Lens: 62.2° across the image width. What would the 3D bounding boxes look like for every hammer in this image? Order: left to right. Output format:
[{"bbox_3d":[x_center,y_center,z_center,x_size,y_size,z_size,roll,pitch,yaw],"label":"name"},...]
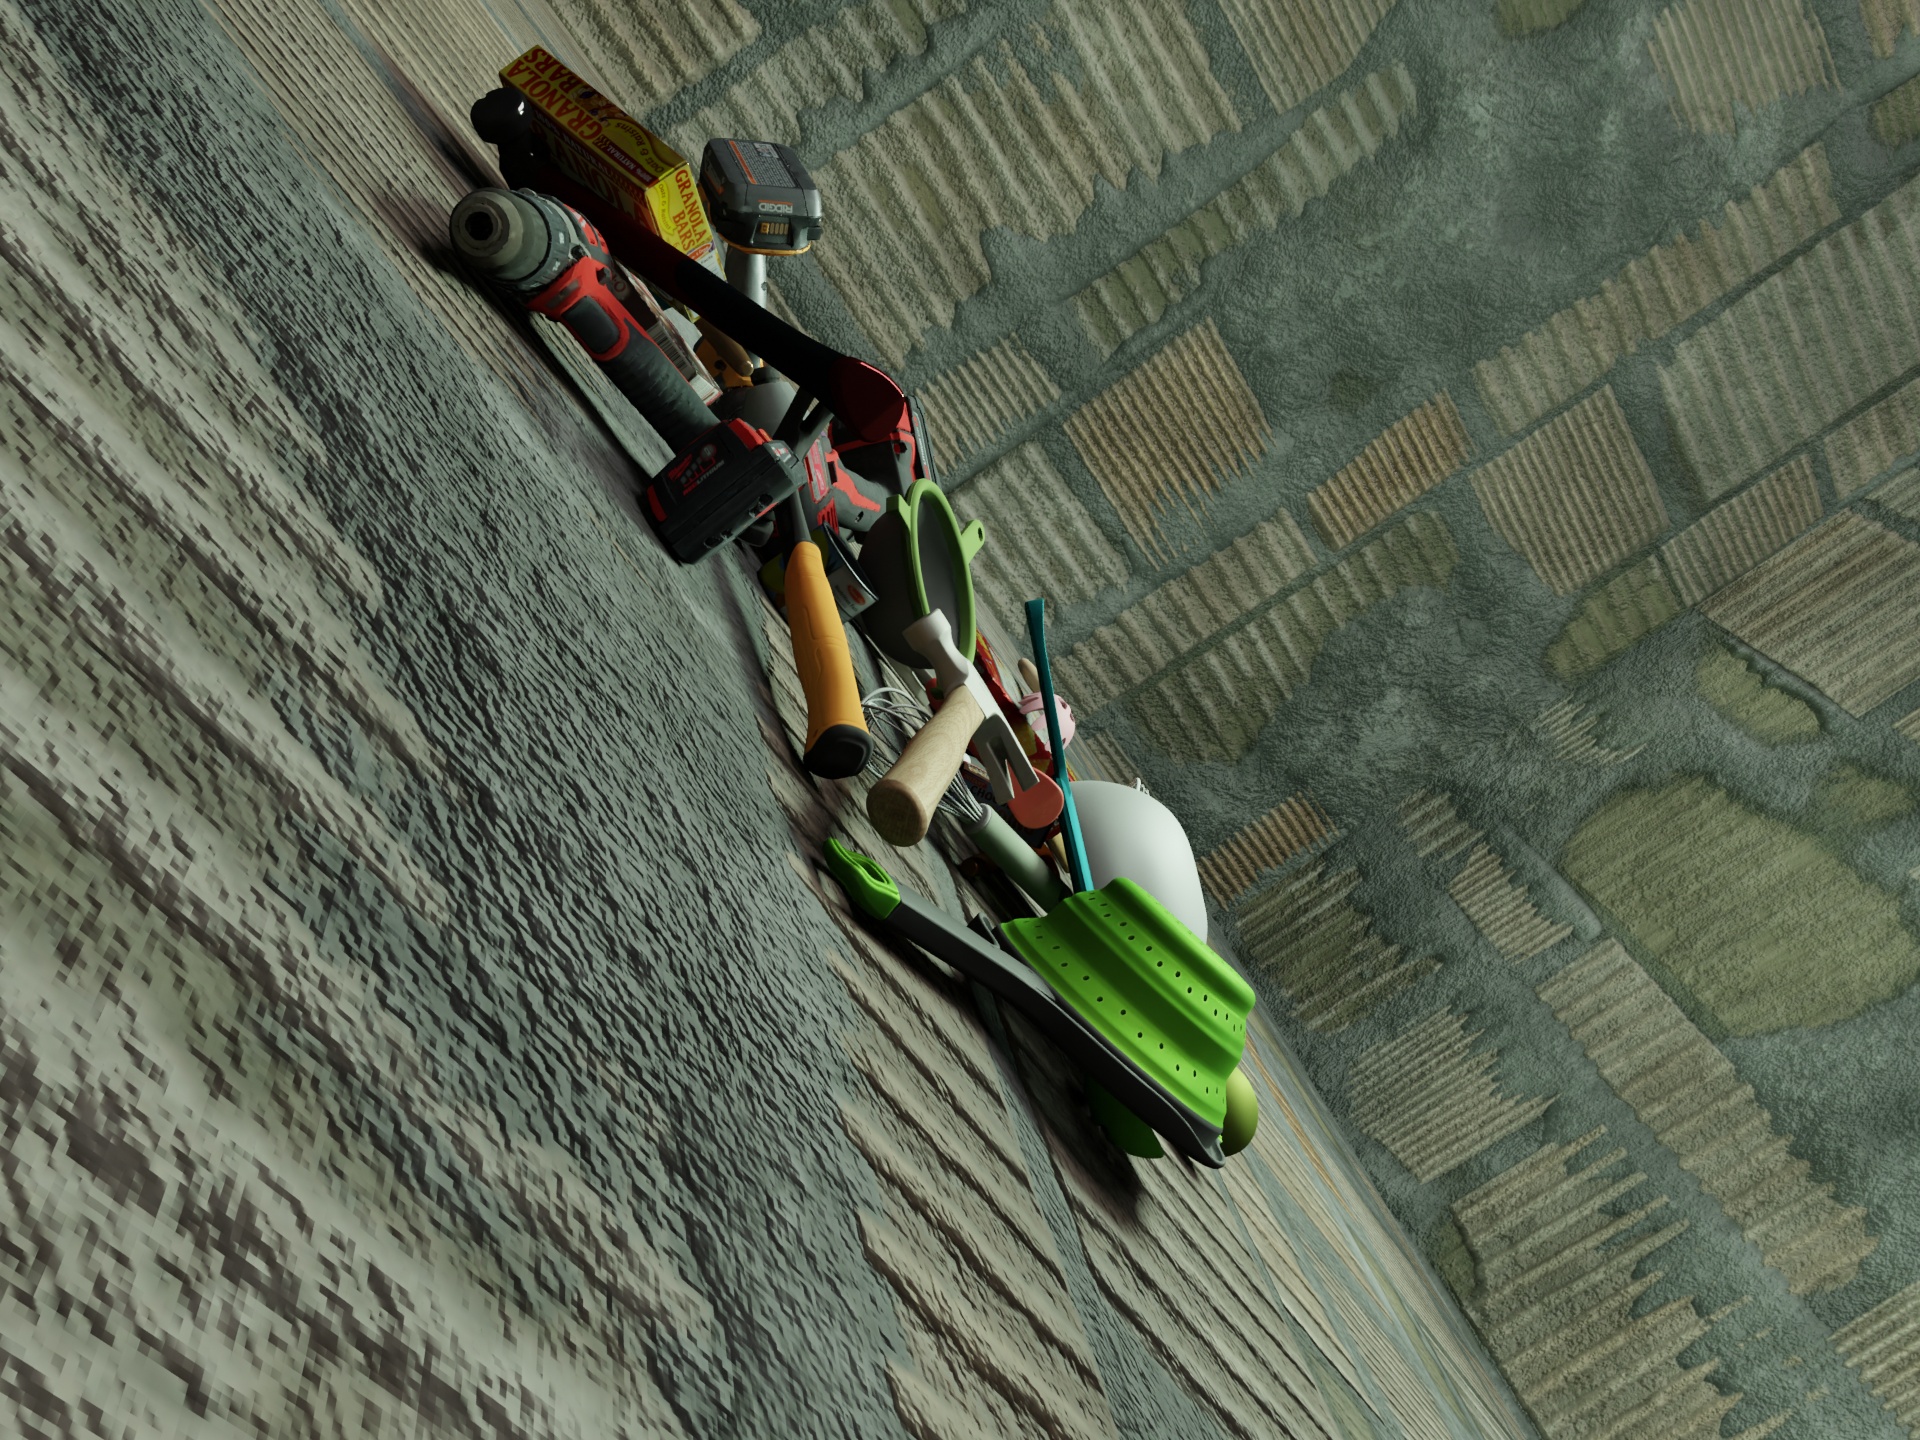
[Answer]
[{"bbox_3d":[-0.166,-0.261,0.982,0.387,0.038,0.143,40,-15,31],"label":"hammer"},{"bbox_3d":[-0.089,-0.086,0.961,0.034,0.127,0.337,21,29,-26],"label":"hammer"},{"bbox_3d":[-0.010,0.016,0.928,0.130,0.031,0.331,56,12,-6],"label":"hammer"},{"bbox_3d":[-0.002,-0.004,1.249,0.149,0.037,0.359,51,-1,-32],"label":"hammer"}]

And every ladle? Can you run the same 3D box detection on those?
[{"bbox_3d":[0.066,0.055,1.744,0.069,0.031,0.316,46,12,-43],"label":"ladle"},{"bbox_3d":[0.169,0.260,1.324,0.062,0.078,0.320,8,14,-11],"label":"ladle"}]

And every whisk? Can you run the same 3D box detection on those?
[{"bbox_3d":[0.005,0.062,1.067,0.246,0.059,0.058,46,55,-35],"label":"whisk"}]

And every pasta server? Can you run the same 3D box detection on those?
[{"bbox_3d":[0.074,-0.026,1.573,0.060,0.040,0.316,56,3,-12],"label":"pasta server"}]

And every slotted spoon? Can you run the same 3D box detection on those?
[{"bbox_3d":[0.118,0.256,1.076,0.070,0.031,0.313,51,3,13],"label":"slotted spoon"}]

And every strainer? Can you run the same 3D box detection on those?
[{"bbox_3d":[-0.031,-0.117,1.234,0.256,0.069,0.151,-61,139,-69],"label":"strainer"},{"bbox_3d":[0.121,0.071,1.184,0.211,0.095,0.340,-71,150,-85],"label":"strainer"}]

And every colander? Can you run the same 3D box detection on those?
[{"bbox_3d":[0.065,0.125,0.885,0.205,0.094,0.396,42,1,42],"label":"colander"}]

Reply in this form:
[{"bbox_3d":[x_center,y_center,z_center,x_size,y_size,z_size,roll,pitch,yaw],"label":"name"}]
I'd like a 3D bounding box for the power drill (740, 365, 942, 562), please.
[{"bbox_3d":[-0.097,-0.198,1.227,0.219,0.078,0.143,-22,101,-65],"label":"power drill"}]

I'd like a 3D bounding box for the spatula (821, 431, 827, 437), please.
[{"bbox_3d":[-0.072,-0.160,1.409,0.316,0.018,0.059,60,14,21],"label":"spatula"}]

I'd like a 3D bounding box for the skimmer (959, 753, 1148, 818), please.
[{"bbox_3d":[0.077,0.079,1.466,0.090,0.127,0.363,21,-3,40],"label":"skimmer"}]

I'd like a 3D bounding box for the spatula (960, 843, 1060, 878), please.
[{"bbox_3d":[0.036,0.111,1.241,0.081,0.041,0.322,55,10,9],"label":"spatula"}]

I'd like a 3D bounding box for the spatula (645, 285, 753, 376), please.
[{"bbox_3d":[-0.216,-0.315,1.232,0.082,0.044,0.318,60,-5,-37],"label":"spatula"}]

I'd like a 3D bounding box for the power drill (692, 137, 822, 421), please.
[{"bbox_3d":[-0.166,-0.322,1.265,0.186,0.084,0.226,-116,-149,-47],"label":"power drill"}]

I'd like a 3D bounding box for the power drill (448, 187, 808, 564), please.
[{"bbox_3d":[-0.190,-0.200,0.892,0.226,0.080,0.188,52,6,-8],"label":"power drill"}]
